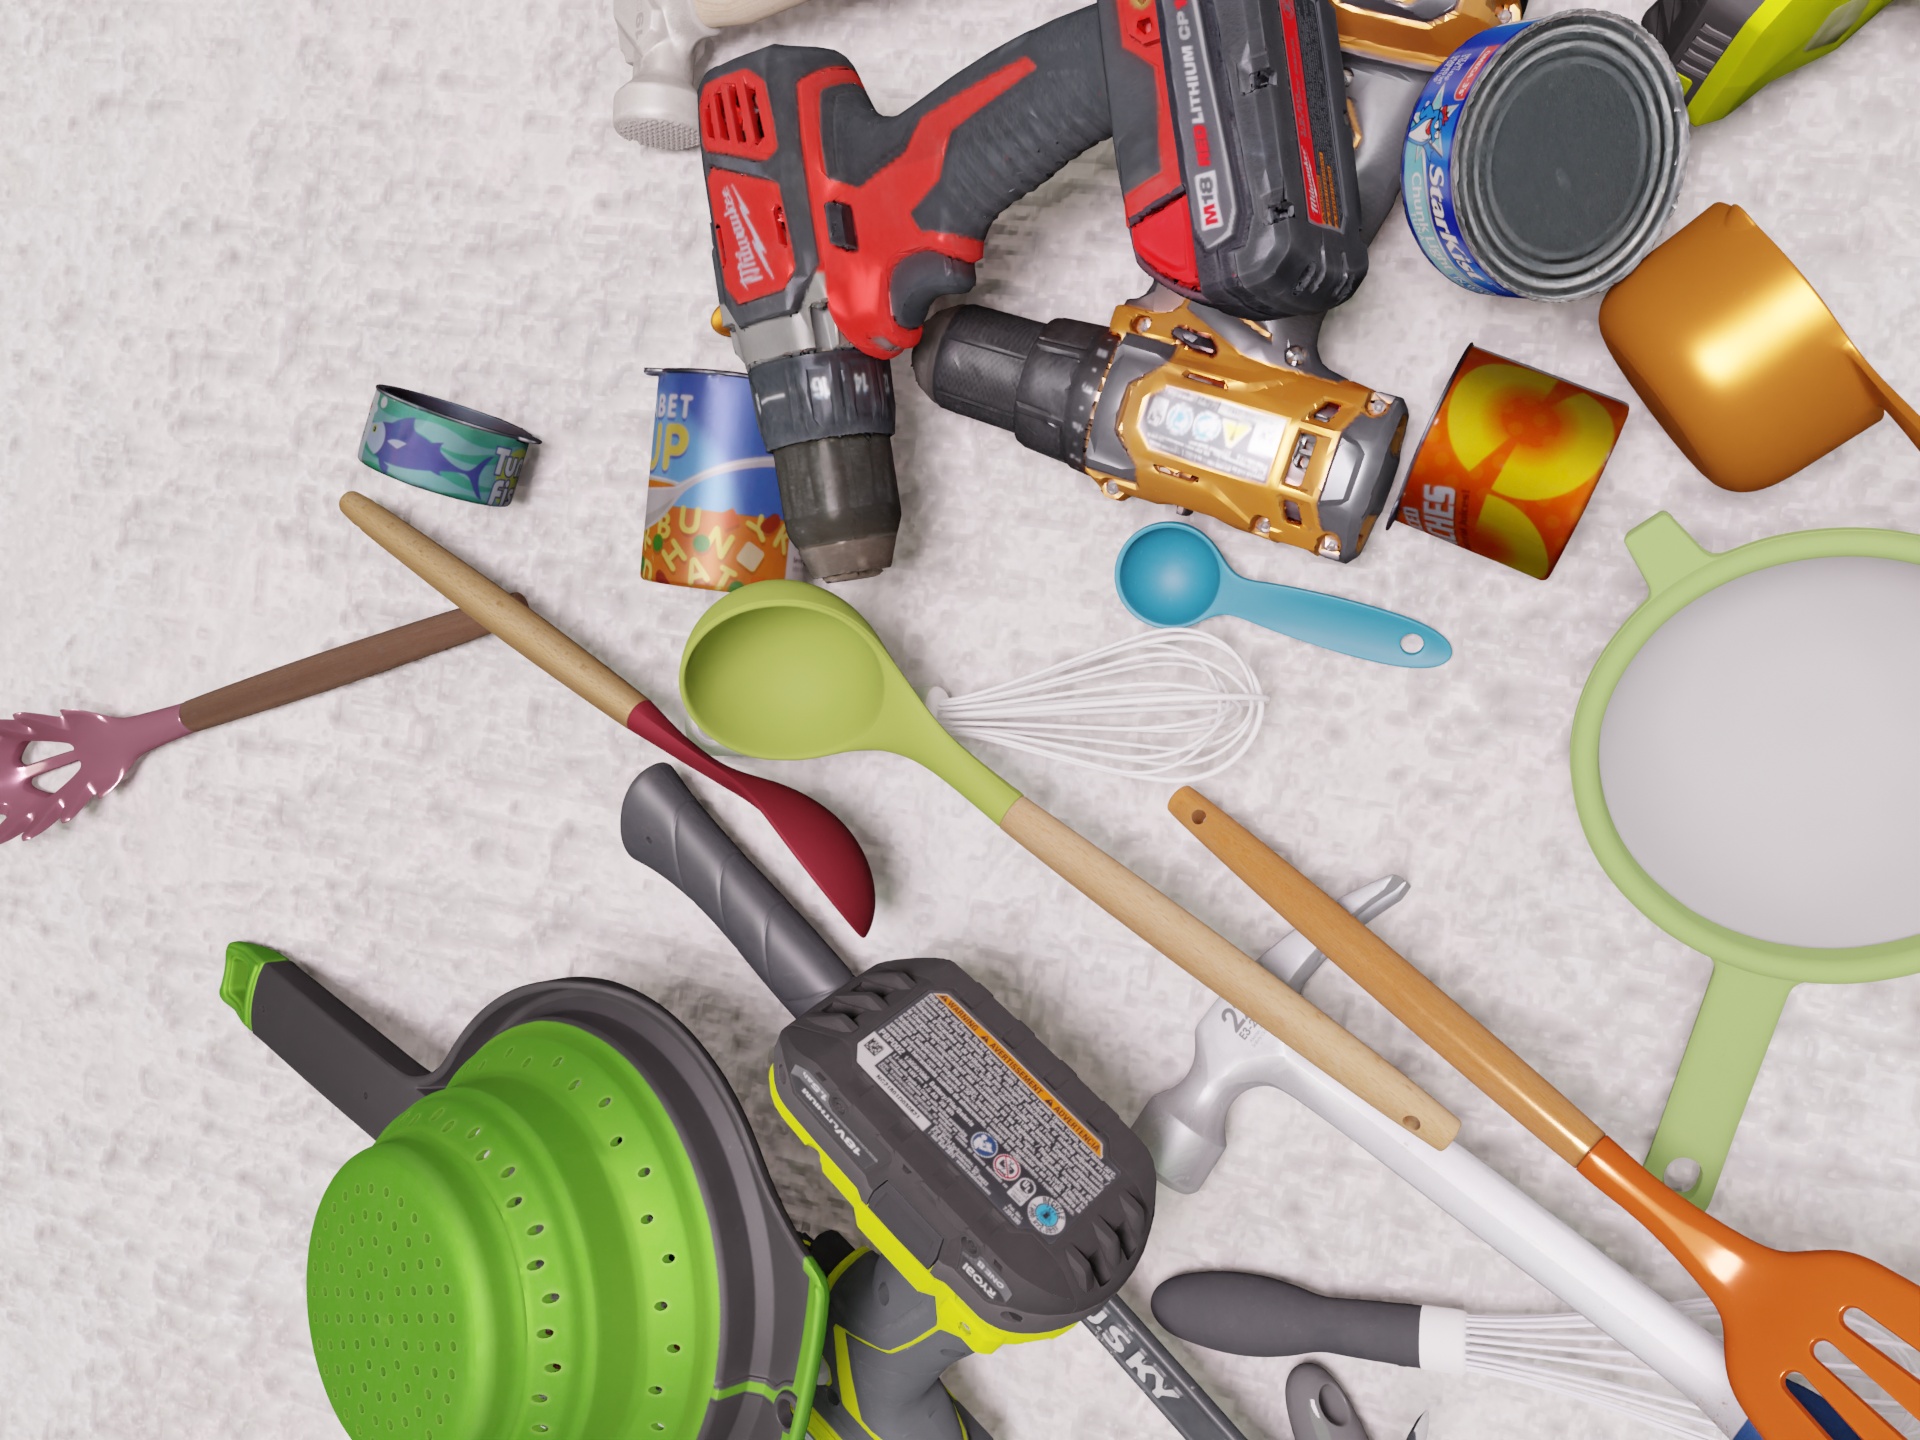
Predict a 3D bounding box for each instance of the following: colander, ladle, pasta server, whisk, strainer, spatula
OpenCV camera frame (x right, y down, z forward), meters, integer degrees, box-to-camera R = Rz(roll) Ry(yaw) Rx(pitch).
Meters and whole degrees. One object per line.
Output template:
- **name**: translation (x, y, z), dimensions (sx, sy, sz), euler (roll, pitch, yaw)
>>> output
- **colander**: translation (-0.223, 0.175, 0.611), dimensions (0.397, 0.094, 0.204), euler (21, 103, 38)
- **ladle**: translation (0.033, 0.053, 0.562), dimensions (0.320, 0.062, 0.078), euler (36, 129, 14)
- **pasta server**: translation (-0.339, -0.007, 0.735), dimensions (0.316, 0.040, 0.060), euler (-16, 100, 16)
- **whisk**: translation (0.206, 0.227, 0.569), dimensions (0.284, 0.070, 0.070), euler (-1, 93, 22)
- **whisk**: translation (0.171, 0.357, 0.591), dimensions (0.055, 0.055, 0.239), euler (-24, 81, 17)
- **strainer**: translation (0.275, 0.053, 0.541), dimensions (0.151, 0.069, 0.256), euler (14, 114, 16)
- **whisk**: translation (-0.001, -0.002, 0.625), dimensions (0.246, 0.059, 0.058), euler (-2, 87, 23)
- **spatula**: translation (0.182, 0.121, 0.513), dimensions (0.323, 0.041, 0.081), euler (42, 98, 29)
- **ladle**: translation (-0.150, -0.014, 0.652), dimensions (0.315, 0.069, 0.031), euler (34, 78, 20)

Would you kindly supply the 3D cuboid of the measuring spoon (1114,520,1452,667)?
- **measuring spoon**: translation (0.122, -0.045, 0.602), dimensions (0.128, 0.021, 0.042), euler (17, 116, 7)

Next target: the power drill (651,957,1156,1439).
- **power drill**: translation (-0.036, 0.198, 0.592), dimensions (0.171, 0.080, 0.223), euler (42, 132, 18)

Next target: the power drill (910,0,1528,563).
- **power drill**: translation (0.090, -0.188, 0.571), dimensions (0.185, 0.084, 0.226), euler (20, 103, 17)

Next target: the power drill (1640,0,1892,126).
- **power drill**: translation (0.323, -0.175, 0.478), dimensions (0.190, 0.080, 0.228), euler (-43, 80, -4)

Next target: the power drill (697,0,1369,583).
- **power drill**: translation (0.013, -0.151, 0.534), dimensions (0.227, 0.080, 0.188), euler (-6, 95, 32)

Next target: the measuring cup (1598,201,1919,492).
- **measuring cup**: translation (0.253, -0.090, 0.486), dimensions (0.052, 0.174, 0.095), euler (-35, 126, 22)

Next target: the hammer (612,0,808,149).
- **hammer**: translation (0.030, -0.303, 0.535), dimensions (0.411, 0.038, 0.146), euler (2, 91, 36)

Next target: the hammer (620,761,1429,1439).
- **hammer**: translation (0.003, 0.169, 0.619), dimensions (0.409, 0.036, 0.149), euler (46, 131, 14)

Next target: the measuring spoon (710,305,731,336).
- **measuring spoon**: translation (-0.050, -0.174, 0.651), dimensions (0.117, 0.011, 0.021), euler (-8, 92, 21)

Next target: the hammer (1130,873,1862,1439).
- **hammer**: translation (0.245, 0.206, 0.505), dimensions (0.406, 0.035, 0.144), euler (36, 96, 29)
